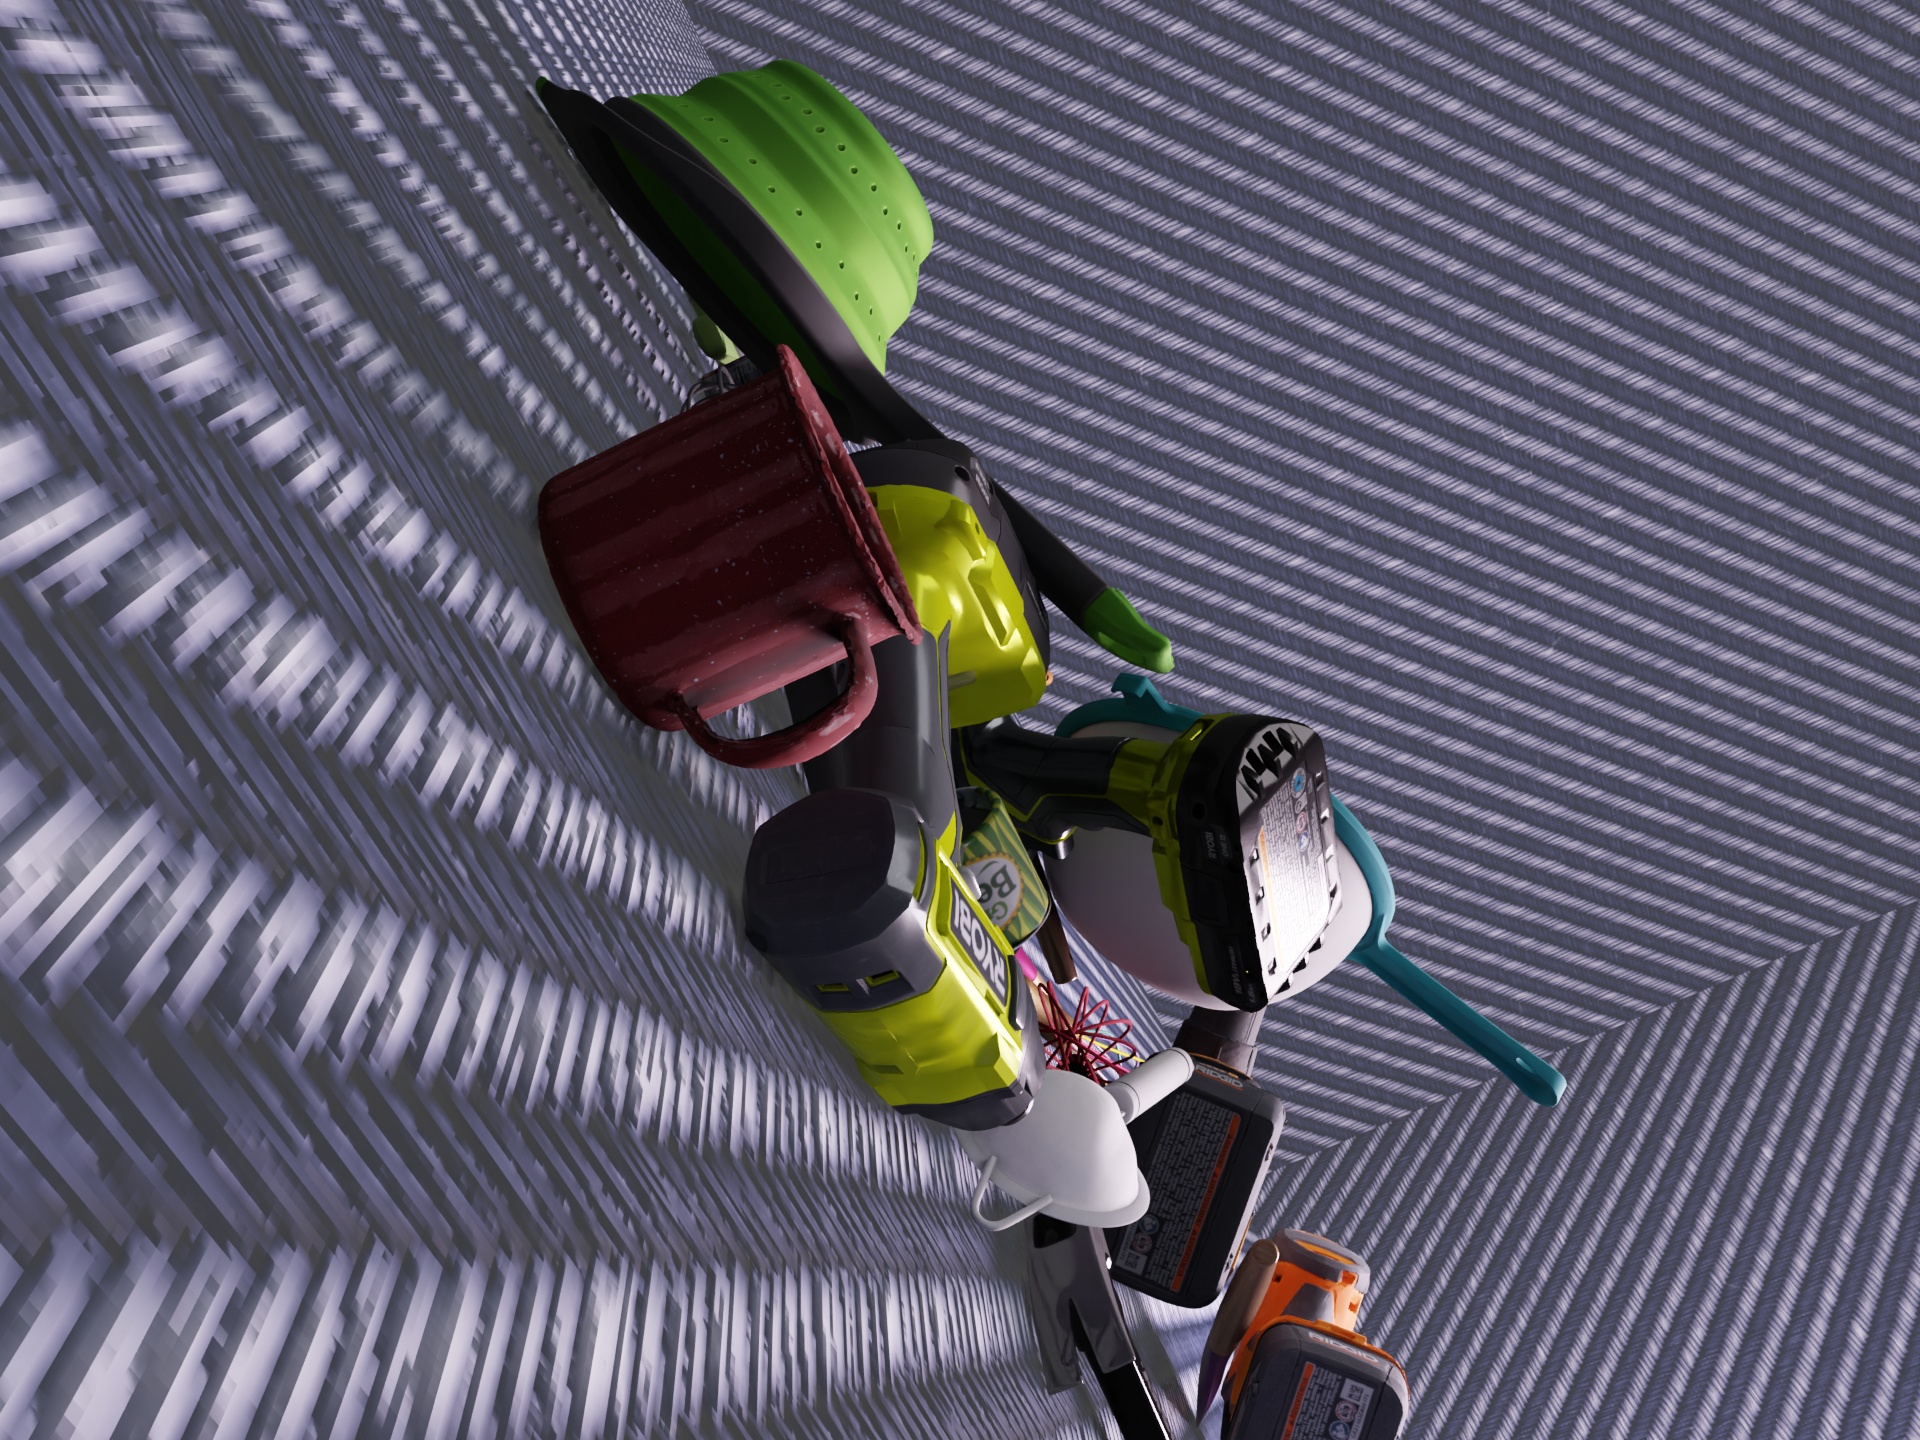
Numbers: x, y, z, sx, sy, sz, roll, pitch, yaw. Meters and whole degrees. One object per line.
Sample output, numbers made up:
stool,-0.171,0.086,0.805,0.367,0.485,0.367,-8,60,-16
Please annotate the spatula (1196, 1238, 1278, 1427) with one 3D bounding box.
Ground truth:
spatula,0.142,0.321,0.842,0.315,0.018,0.060,86,18,-57

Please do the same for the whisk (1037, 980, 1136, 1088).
whisk,0.064,0.199,0.900,0.295,0.073,0.073,71,-4,-71

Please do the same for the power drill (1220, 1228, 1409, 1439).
power drill,0.184,0.390,0.888,0.226,0.084,0.164,26,82,-80

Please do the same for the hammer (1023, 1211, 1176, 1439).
hammer,0.106,0.360,0.658,0.146,0.035,0.335,-40,106,-86

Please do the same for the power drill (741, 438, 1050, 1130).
power drill,-0.012,0.024,0.569,0.171,0.080,0.223,60,23,-47

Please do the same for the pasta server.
pasta server,-0.001,-0.003,0.873,0.316,0.040,0.060,70,19,-1

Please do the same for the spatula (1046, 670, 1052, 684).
spatula,0.009,-0.037,1.056,0.322,0.041,0.081,5,92,-67

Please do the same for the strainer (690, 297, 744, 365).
strainer,-0.117,-0.238,0.974,0.256,0.069,0.151,-99,165,-80

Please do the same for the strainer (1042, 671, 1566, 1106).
strainer,0.171,0.129,0.865,0.340,0.095,0.211,37,-25,3

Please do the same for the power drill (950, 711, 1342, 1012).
power drill,0.060,0.059,0.767,0.229,0.080,0.190,12,-51,38

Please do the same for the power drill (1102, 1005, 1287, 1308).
power drill,0.137,0.227,0.916,0.226,0.084,0.185,39,71,-79

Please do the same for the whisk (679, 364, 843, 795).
whisk,-0.067,-0.038,0.652,0.055,0.055,0.239,48,22,-76

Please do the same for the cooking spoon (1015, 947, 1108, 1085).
cooking spoon,0.054,0.186,1.081,0.069,0.017,0.318,-108,172,-46

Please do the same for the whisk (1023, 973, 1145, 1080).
whisk,0.077,0.207,1.038,0.244,0.047,0.051,51,51,-56

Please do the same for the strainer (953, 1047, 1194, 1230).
strainer,0.066,0.169,0.701,0.087,0.050,0.258,30,9,20

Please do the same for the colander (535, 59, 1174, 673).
colander,-0.025,-0.178,0.710,0.397,0.094,0.204,45,-4,19
